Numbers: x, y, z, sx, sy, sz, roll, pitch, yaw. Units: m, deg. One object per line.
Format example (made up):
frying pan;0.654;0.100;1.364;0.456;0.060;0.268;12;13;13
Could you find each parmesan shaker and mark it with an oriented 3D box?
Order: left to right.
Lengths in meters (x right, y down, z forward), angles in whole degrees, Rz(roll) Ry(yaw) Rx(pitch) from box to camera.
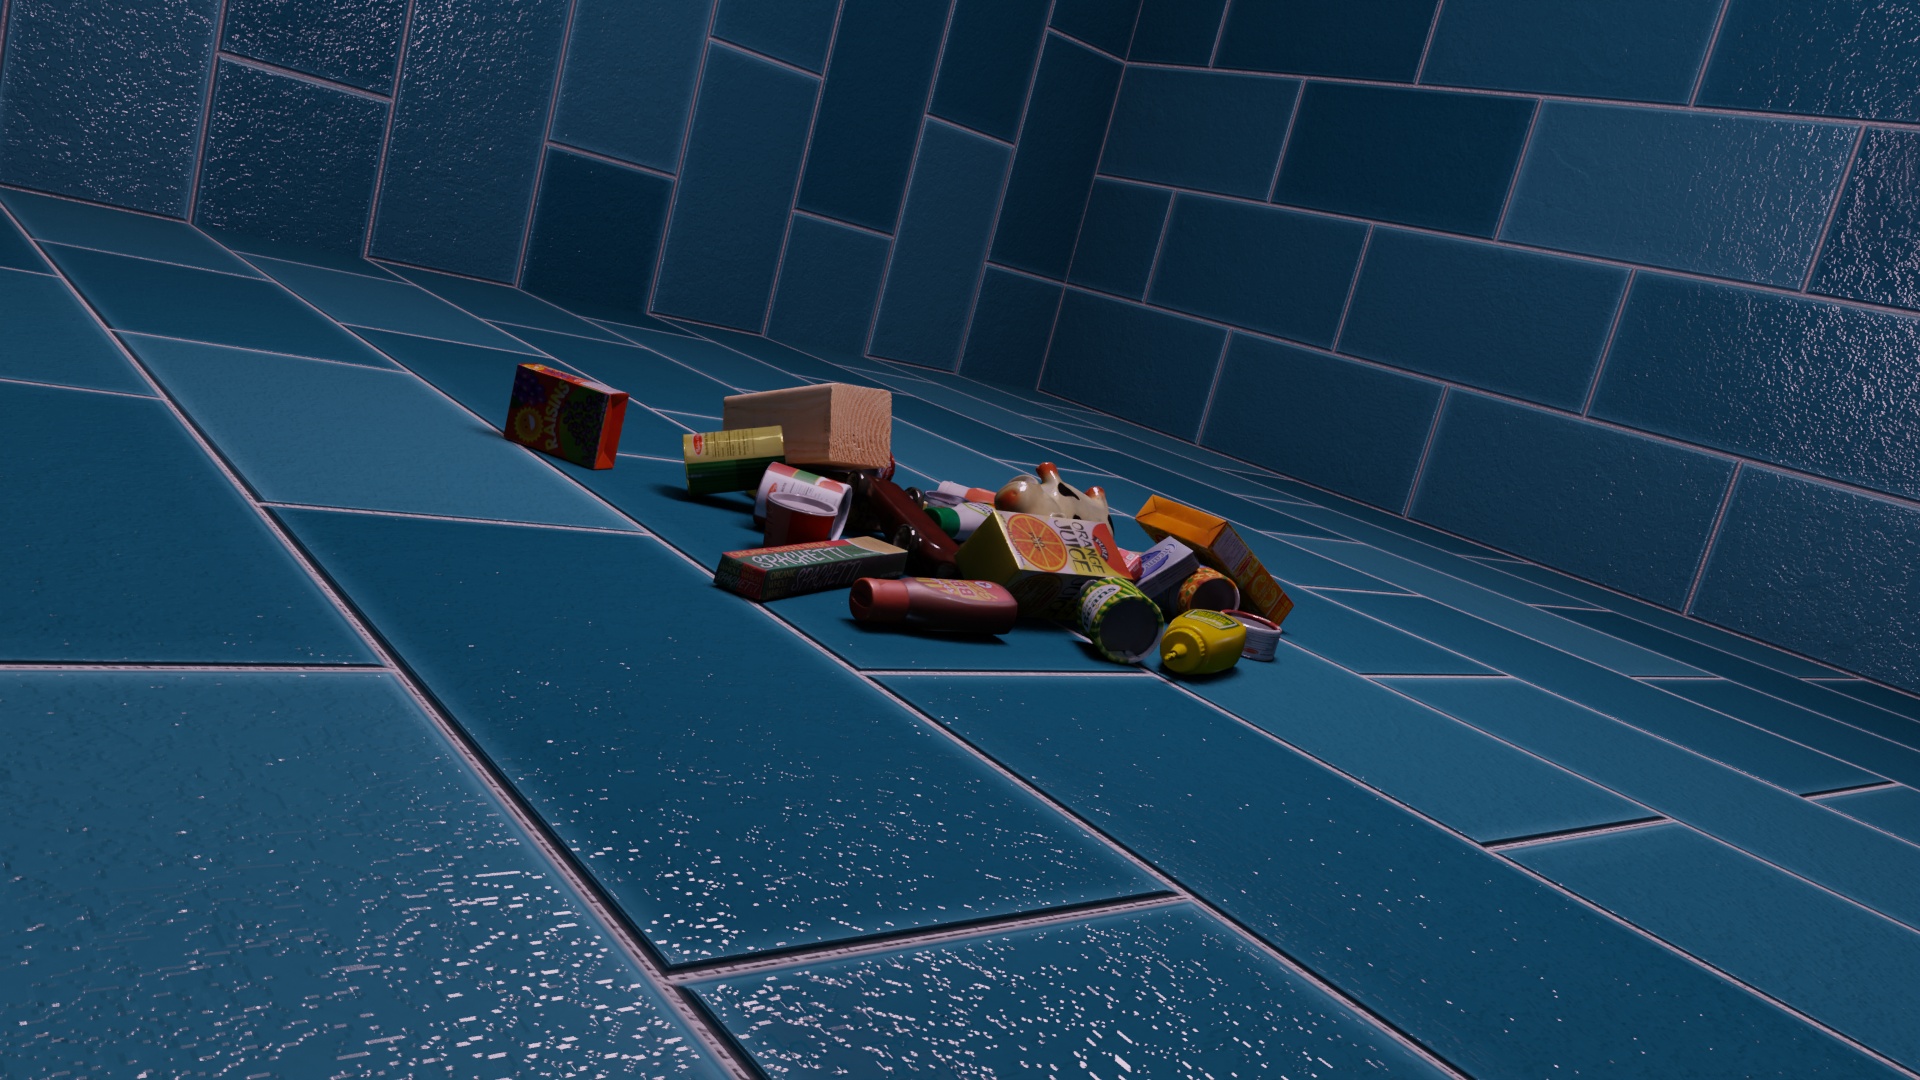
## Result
parmesan shaker;-0.237;-0.081;1.464;0.103;0.071;0.071;-6;14;-8

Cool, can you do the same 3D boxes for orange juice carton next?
orange juice carton;0.096;0.027;1.346;0.193;0.072;0.072;6;48;-40

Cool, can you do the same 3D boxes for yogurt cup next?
yogurt cup;-0.155;-0.012;1.320;0.072;0.053;0.072;14;11;-3

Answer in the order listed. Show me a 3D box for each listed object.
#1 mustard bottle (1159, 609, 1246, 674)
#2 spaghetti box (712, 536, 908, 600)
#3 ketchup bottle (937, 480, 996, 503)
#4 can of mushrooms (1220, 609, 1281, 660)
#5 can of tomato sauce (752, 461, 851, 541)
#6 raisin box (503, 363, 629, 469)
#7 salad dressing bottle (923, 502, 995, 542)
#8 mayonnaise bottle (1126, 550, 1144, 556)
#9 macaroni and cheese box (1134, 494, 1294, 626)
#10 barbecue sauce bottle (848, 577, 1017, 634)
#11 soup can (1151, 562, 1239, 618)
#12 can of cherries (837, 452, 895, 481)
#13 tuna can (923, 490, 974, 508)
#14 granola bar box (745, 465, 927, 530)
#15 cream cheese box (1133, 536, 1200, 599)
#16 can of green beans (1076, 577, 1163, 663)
mustard bottle;0.220;0.097;1.291;0.065;0.048;0.160;18;11;23
spaghetti box;-0.128;0.023;1.250;0.050;0.028;0.250;19;11;24
ketchup bottle;0.042;-0.038;1.750;0.149;0.043;0.065;18;11;17
can of mushrooms;0.295;0.097;1.435;0.071;0.033;0.071;14;11;-3
can of tomato sauce;-0.159;-0.037;1.411;0.083;0.071;0.071;17;11;6
raisin box;-0.425;-0.135;1.497;0.123;0.086;0.040;18;13;18
salad dressing bottle;0.006;-0.020;1.607;0.064;0.044;0.148;30;17;29
mayonnaise bottle;0.174;0.030;1.585;0.148;0.041;0.065;8;14;-36
macaroni and cheese box;0.287;0.025;1.569;0.166;0.040;0.124;45;-11;-36
barbecue sauce bottle;-0.025;0.055;1.189;0.149;0.043;0.065;6;15;-39
soup can;0.247;0.056;1.491;0.071;0.071;0.084;10;12;-25
can of cherries;-0.120;-0.091;1.747;0.071;0.071;0.058;18;10;16
tuna can;-0.015;-0.036;1.691;0.071;0.032;0.071;15;11;-3
granola bar box;-0.139;-0.047;1.563;0.166;0.039;0.124;4;15;-43
cream cheese box;0.197;0.038;1.469;0.104;0.024;0.053;-32;27;-11
can of green beans;0.145;0.073;1.268;0.071;0.071;0.058;12;11;-15
